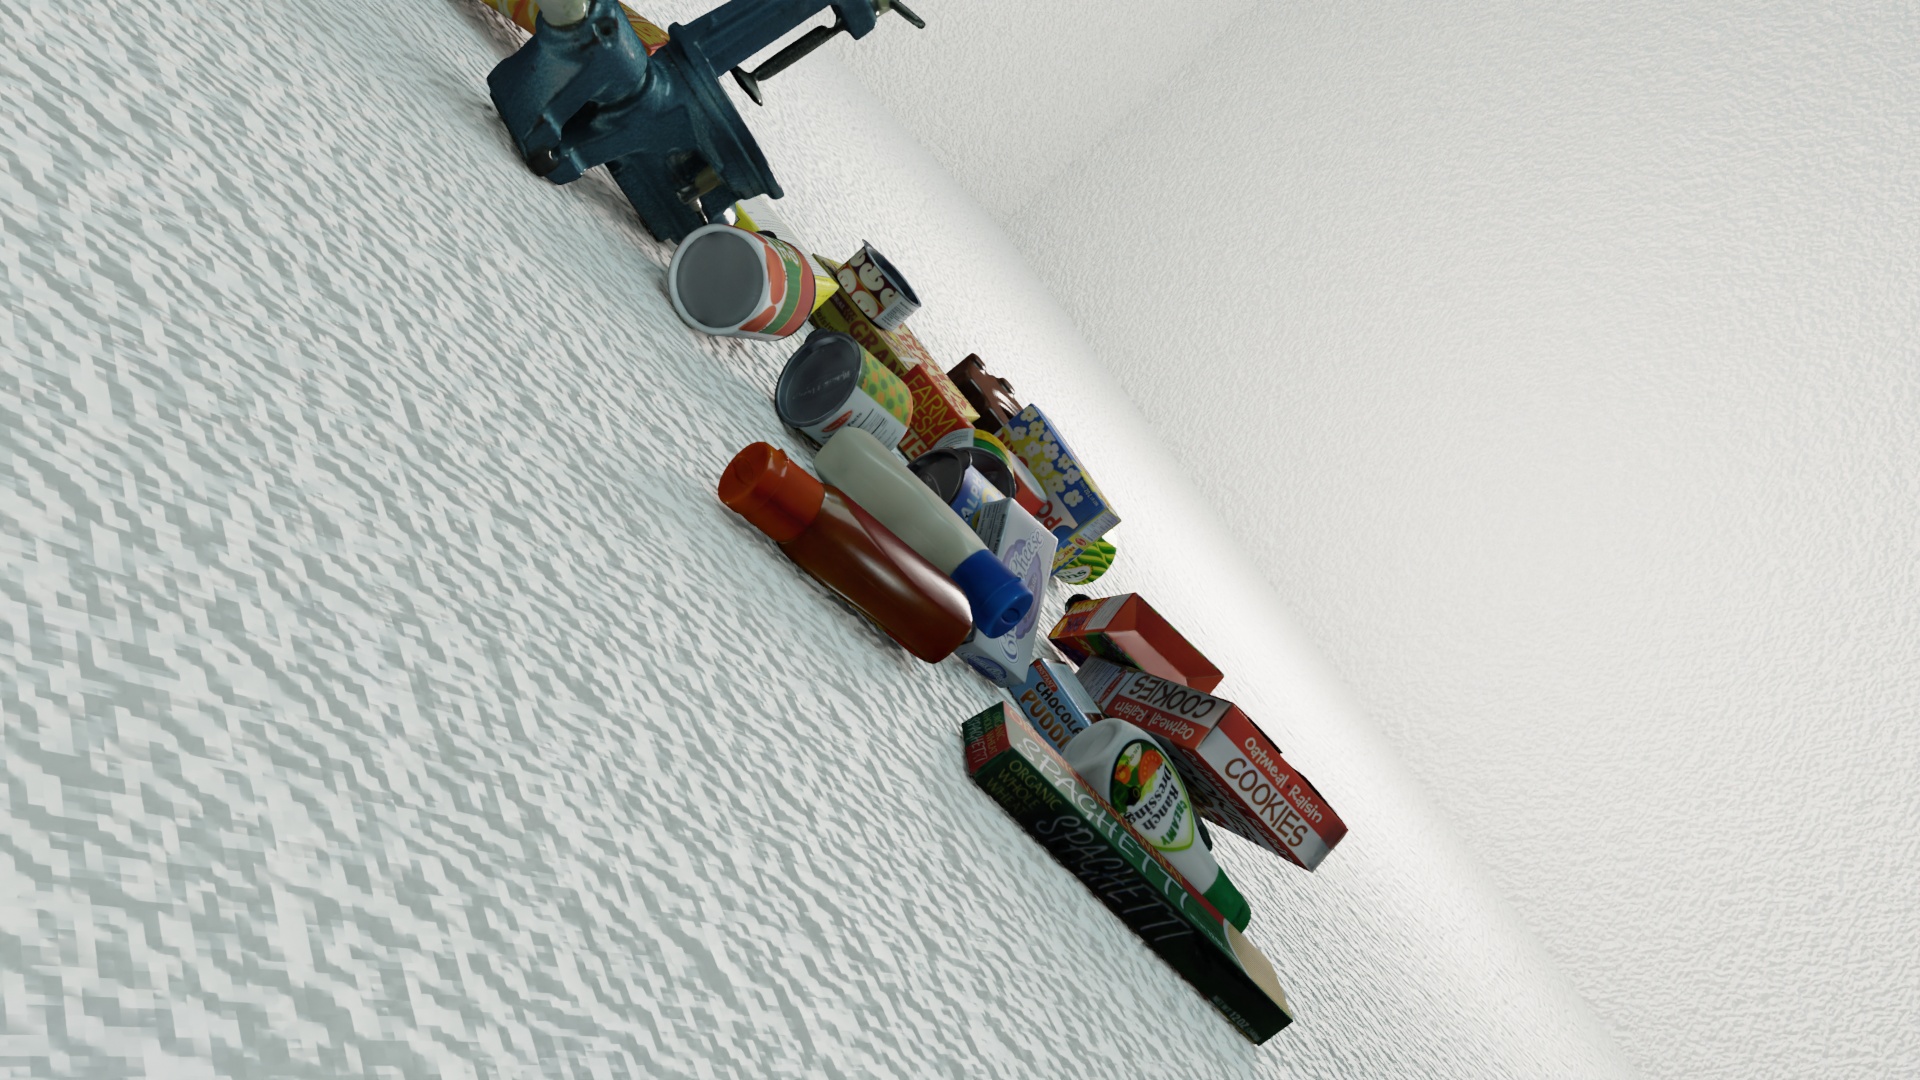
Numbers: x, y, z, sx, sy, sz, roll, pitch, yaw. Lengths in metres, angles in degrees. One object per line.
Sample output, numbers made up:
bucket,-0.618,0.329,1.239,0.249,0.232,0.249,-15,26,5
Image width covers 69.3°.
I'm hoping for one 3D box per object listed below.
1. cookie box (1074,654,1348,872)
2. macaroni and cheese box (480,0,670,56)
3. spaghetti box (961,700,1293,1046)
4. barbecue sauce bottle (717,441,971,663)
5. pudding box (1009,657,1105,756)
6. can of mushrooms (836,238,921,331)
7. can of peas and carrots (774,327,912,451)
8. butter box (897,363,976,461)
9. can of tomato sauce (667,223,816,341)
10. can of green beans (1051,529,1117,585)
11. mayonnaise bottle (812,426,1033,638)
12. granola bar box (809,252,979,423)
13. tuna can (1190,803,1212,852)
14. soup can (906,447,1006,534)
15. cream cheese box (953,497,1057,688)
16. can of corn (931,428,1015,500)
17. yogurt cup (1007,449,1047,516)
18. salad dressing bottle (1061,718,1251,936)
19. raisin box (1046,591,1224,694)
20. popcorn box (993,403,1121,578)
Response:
cookie box,0.152,0.138,0.891,0.122,0.040,0.167,46,-13,-21
macaroni and cheese box,-0.270,-0.360,0.925,0.166,0.040,0.124,32,17,-9
spaghetti box,0.092,0.182,0.749,0.249,0.028,0.050,46,13,-20
barbecue sauce bottle,-0.058,0.005,0.706,0.148,0.043,0.065,40,8,-36
pudding box,0.069,0.114,0.857,0.084,0.030,0.049,55,13,19
can of mushrooms,-0.066,-0.201,1.096,0.071,0.033,0.071,46,15,-16
can of peas and carrots,-0.072,-0.089,0.864,0.058,0.071,0.071,37,18,-48
butter box,-0.018,-0.078,1.048,0.103,0.053,0.024,51,11,2
can of tomato sauce,-0.132,-0.158,0.851,0.071,0.071,0.083,51,13,3
can of green beans,0.091,-0.001,1.169,0.057,0.071,0.071,34,21,-54
mayonnaise bottle,-0.021,-0.005,0.802,0.148,0.041,0.064,44,4,23
granola bar box,-0.063,-0.154,1.138,0.165,0.039,0.124,51,14,6
tuna can,0.124,0.175,0.864,0.071,0.033,0.071,47,13,-14
soup can,0.003,-0.011,0.891,0.083,0.071,0.071,41,16,-36
cream cheese box,0.026,0.031,0.839,0.053,0.024,0.104,40,52,-36
can of corn,0.007,-0.041,1.001,0.071,0.071,0.058,47,13,-13
yogurt cup,0.031,-0.035,1.090,0.072,0.054,0.072,48,13,-15
salad dressing bottle,0.116,0.171,0.804,0.147,0.044,0.064,53,56,-16
raisin box,0.119,0.080,0.971,0.086,0.040,0.123,42,-14,-7
popcorn box,0.063,-0.040,1.139,0.038,0.085,0.127,34,20,-54
